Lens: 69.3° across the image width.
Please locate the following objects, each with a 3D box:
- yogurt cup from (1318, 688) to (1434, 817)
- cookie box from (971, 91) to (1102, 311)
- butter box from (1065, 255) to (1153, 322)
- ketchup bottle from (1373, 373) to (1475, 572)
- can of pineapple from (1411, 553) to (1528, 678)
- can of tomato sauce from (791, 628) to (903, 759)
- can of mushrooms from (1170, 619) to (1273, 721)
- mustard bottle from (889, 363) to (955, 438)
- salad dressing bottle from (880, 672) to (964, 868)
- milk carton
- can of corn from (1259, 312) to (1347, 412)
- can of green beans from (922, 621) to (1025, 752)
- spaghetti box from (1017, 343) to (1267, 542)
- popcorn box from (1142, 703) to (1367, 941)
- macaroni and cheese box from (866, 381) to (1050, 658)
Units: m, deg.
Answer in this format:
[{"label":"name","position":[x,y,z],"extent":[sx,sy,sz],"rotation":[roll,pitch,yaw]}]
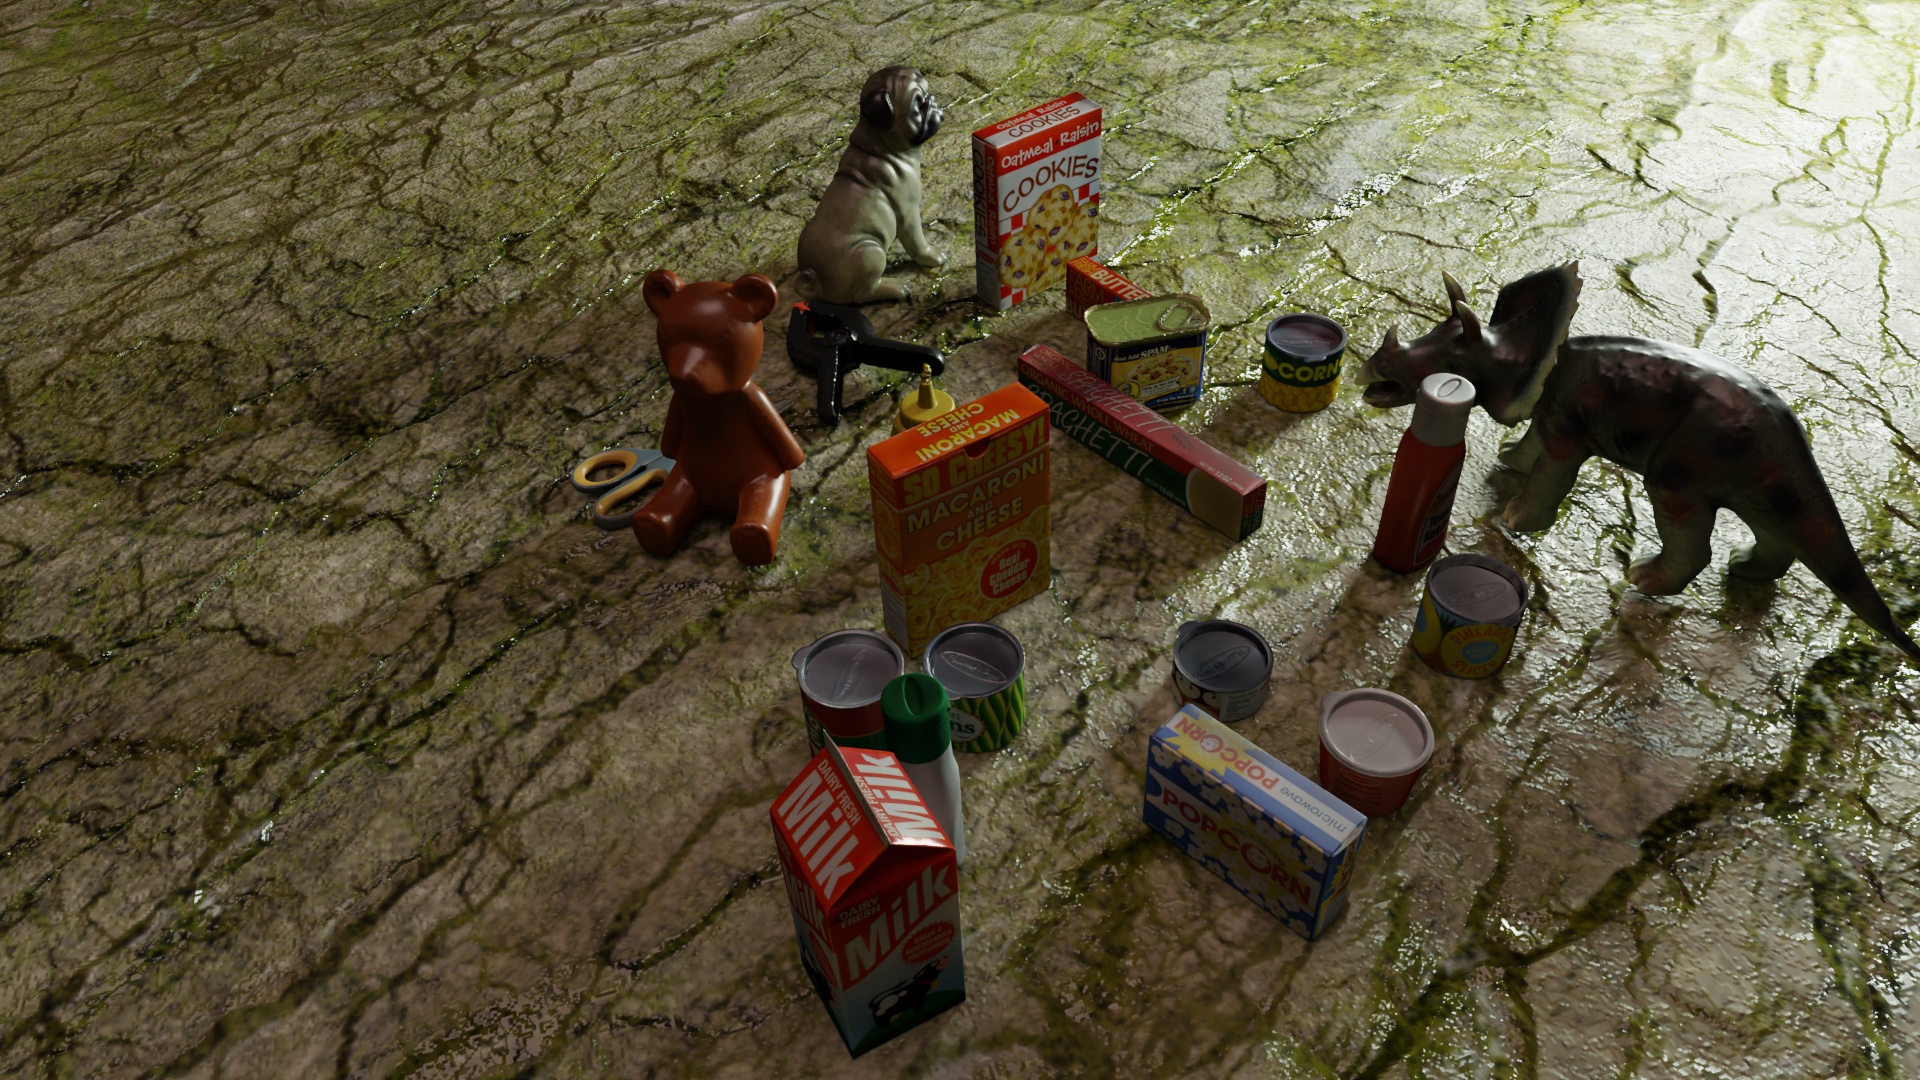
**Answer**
[{"label":"yogurt cup","position":[0.254,0.134,0.860],"extent":[0.072,0.053,0.073],"rotation":[-2,42,2]},{"label":"cookie box","position":[0.070,-0.311,1.275],"extent":[0.123,0.166,0.040],"rotation":[-29,48,-26]},{"label":"butter box","position":[0.135,-0.211,1.246],"extent":[0.024,0.052,0.104],"rotation":[-28,48,-25]},{"label":"ketchup bottle","position":[0.331,-0.049,0.987],"extent":[0.043,0.148,0.065],"rotation":[31,52,32]},{"label":"can of pineapple","position":[0.345,0.053,0.941],"extent":[0.071,0.057,0.071],"rotation":[-2,42,2]},{"label":"can of tomato sauce","position":[-0.069,0.108,0.885],"extent":[0.071,0.082,0.071],"rotation":[-2,42,2]},{"label":"can of mushrooms","position":[0.173,0.086,0.932],"extent":[0.071,0.033,0.071],"rotation":[-2,42,2]},{"label":"mustard bottle","position":[-0.023,-0.059,1.009],"extent":[0.065,0.159,0.049],"rotation":[-19,45,-16]},{"label":"salad dressing bottle","position":[-0.022,0.138,0.802],"extent":[0.044,0.146,0.064],"rotation":[-9,43,-6]},{"label":"milk carton","position":[-0.047,0.181,0.724],"extent":[0.074,0.189,0.072],"rotation":[-22,46,-20]},{"label":"can of corn","position":[0.286,-0.147,1.164],"extent":[0.071,0.058,0.071],"rotation":[-2,42,2]},{"label":"can of green beans","position":[0.009,0.097,0.912],"extent":[0.071,0.057,0.071],"rotation":[-2,42,2]},{"label":"spaghetti box","position":[0.137,-0.082,1.107],"extent":[0.029,0.049,0.250],"rotation":[-31,49,-28]},{"label":"popcorn box","position":[0.168,0.163,0.810],"extent":[0.127,0.084,0.038],"rotation":[32,53,33]},{"label":"macaroni and cheese box","position":[0.003,-0.012,0.951],"extent":[0.124,0.165,0.040],"rotation":[-26,47,-23]}]
